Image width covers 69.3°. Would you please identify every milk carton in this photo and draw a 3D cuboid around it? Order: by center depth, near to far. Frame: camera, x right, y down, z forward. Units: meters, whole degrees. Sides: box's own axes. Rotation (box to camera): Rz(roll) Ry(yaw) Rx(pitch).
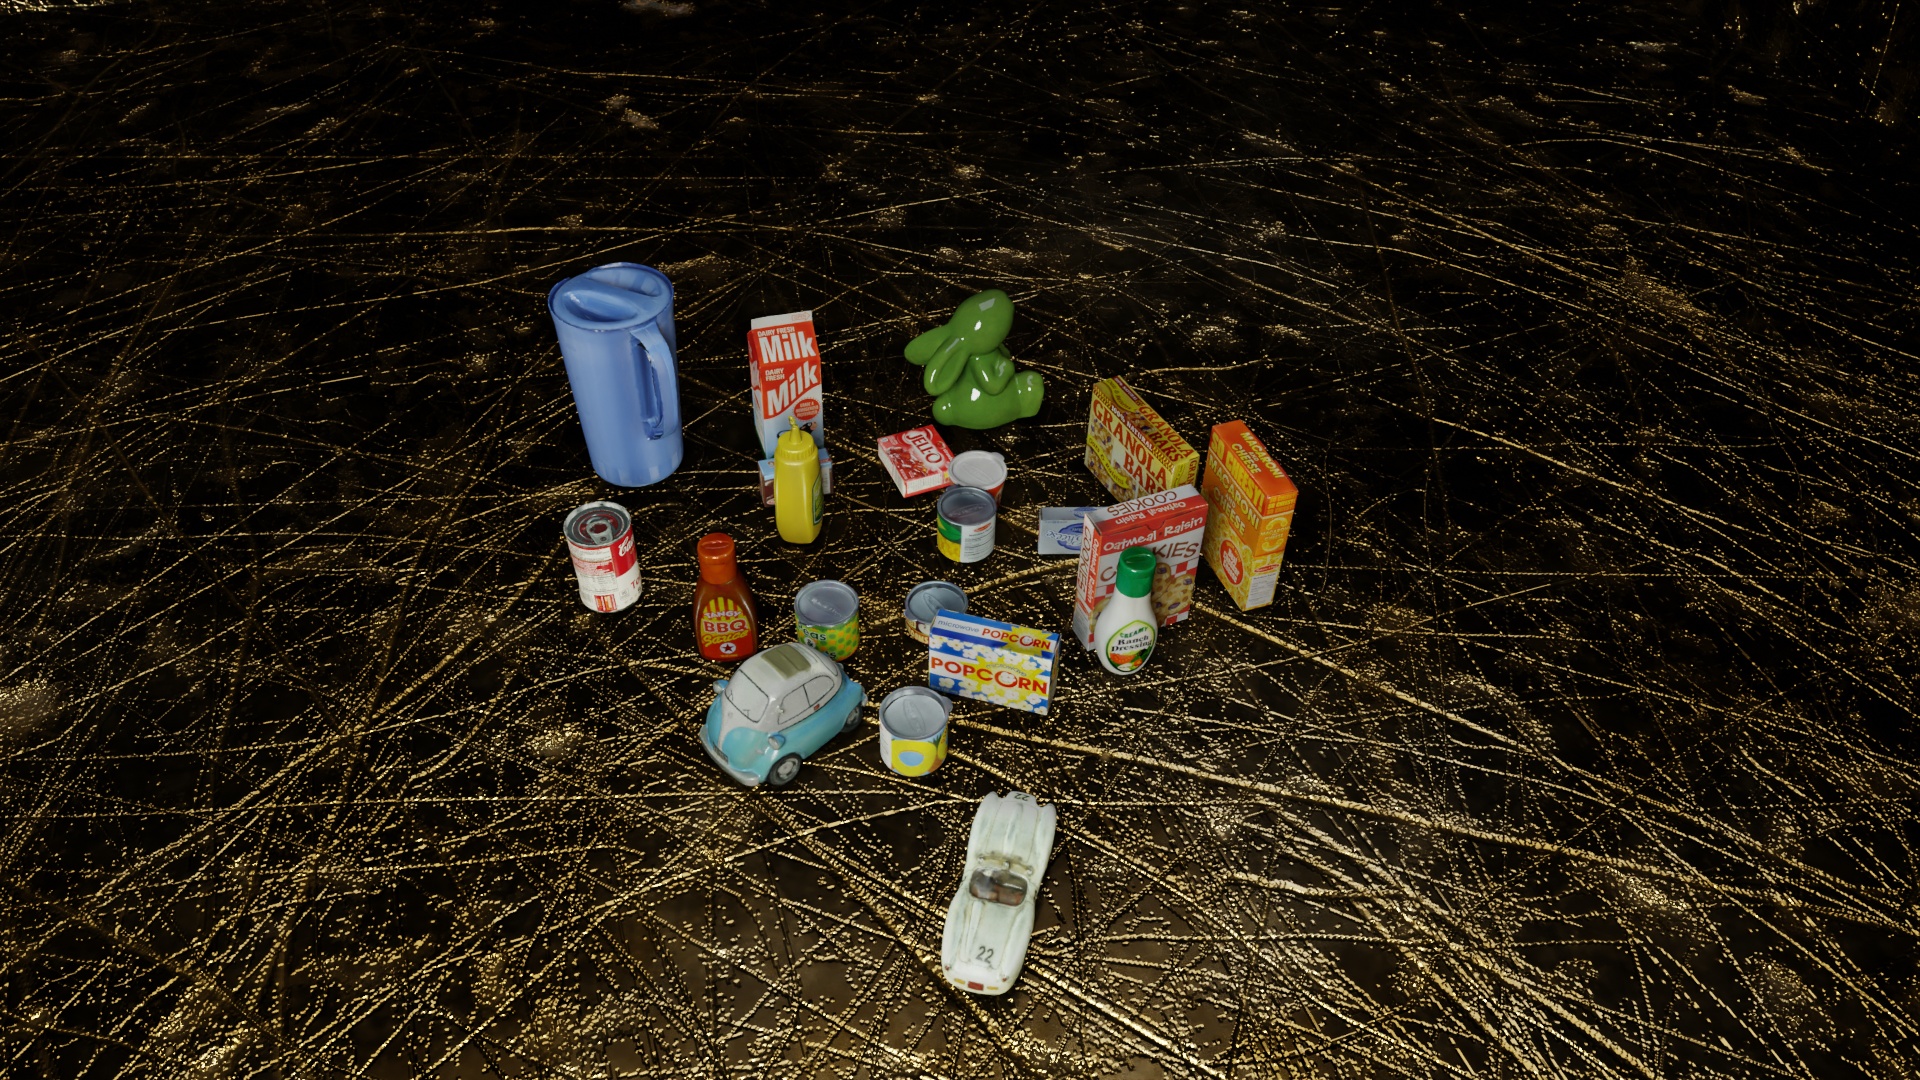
[{"bbox_3d":[-0.204,-0.184,1.623,0.072,0.189,0.074,-12,44,-14],"label":"milk carton"}]

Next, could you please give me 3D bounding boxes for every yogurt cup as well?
[{"bbox_3d":[0.019,-0.062,1.599,0.072,0.053,0.073,1,43,-1],"label":"yogurt cup"}]

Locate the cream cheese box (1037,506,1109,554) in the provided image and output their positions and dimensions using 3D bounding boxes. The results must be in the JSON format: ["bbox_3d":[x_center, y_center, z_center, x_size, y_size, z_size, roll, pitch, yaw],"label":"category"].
[{"bbox_3d":[0.139,-0.011,1.549,0.104,0.053,0.024,-1,43,-3],"label":"cream cheese box"}]

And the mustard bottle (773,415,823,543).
[{"bbox_3d":[-0.178,-0.070,1.523,0.049,0.159,0.066,7,43,5],"label":"mustard bottle"}]

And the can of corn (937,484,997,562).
[{"bbox_3d":[0.006,-0.019,1.549,0.071,0.058,0.071,1,43,-1],"label":"can of corn"}]

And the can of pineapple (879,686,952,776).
[{"bbox_3d":[-0.043,0.183,1.330,0.071,0.057,0.071,1,43,-1],"label":"can of pineapple"}]

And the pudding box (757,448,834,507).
[{"bbox_3d":[-0.191,-0.073,1.607,0.084,0.049,0.030,-13,45,-16],"label":"pudding box"}]

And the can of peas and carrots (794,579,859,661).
[{"bbox_3d":[-0.138,0.085,1.431,0.071,0.058,0.071,1,43,-1],"label":"can of peas and carrots"}]

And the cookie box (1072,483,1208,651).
[{"bbox_3d":[0.183,0.029,1.424,0.123,0.166,0.040,-16,46,-18],"label":"cookie box"}]

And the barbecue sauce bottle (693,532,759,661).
[{"bbox_3d":[-0.238,0.057,1.392,0.065,0.147,0.044,-3,43,-6],"label":"barbecue sauce bottle"}]

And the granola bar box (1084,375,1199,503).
[{"bbox_3d":[0.205,-0.092,1.586,0.039,0.123,0.166,-19,47,-21],"label":"granola bar box"}]

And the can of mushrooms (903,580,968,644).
[{"bbox_3d":[-0.028,0.077,1.463,0.071,0.033,0.071,1,43,-1],"label":"can of mushrooms"}]

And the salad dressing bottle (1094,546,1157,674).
[{"bbox_3d":[0.169,0.071,1.393,0.064,0.146,0.044,-8,44,-11],"label":"salad dressing bottle"}]

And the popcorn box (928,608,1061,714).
[{"bbox_3d":[0.032,0.120,1.380,0.127,0.084,0.038,12,44,10],"label":"popcorn box"}]

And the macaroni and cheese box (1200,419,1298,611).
[{"bbox_3d":[0.303,-0.027,1.489,0.040,0.165,0.124,-13,45,-15],"label":"macaroni and cheese box"}]
